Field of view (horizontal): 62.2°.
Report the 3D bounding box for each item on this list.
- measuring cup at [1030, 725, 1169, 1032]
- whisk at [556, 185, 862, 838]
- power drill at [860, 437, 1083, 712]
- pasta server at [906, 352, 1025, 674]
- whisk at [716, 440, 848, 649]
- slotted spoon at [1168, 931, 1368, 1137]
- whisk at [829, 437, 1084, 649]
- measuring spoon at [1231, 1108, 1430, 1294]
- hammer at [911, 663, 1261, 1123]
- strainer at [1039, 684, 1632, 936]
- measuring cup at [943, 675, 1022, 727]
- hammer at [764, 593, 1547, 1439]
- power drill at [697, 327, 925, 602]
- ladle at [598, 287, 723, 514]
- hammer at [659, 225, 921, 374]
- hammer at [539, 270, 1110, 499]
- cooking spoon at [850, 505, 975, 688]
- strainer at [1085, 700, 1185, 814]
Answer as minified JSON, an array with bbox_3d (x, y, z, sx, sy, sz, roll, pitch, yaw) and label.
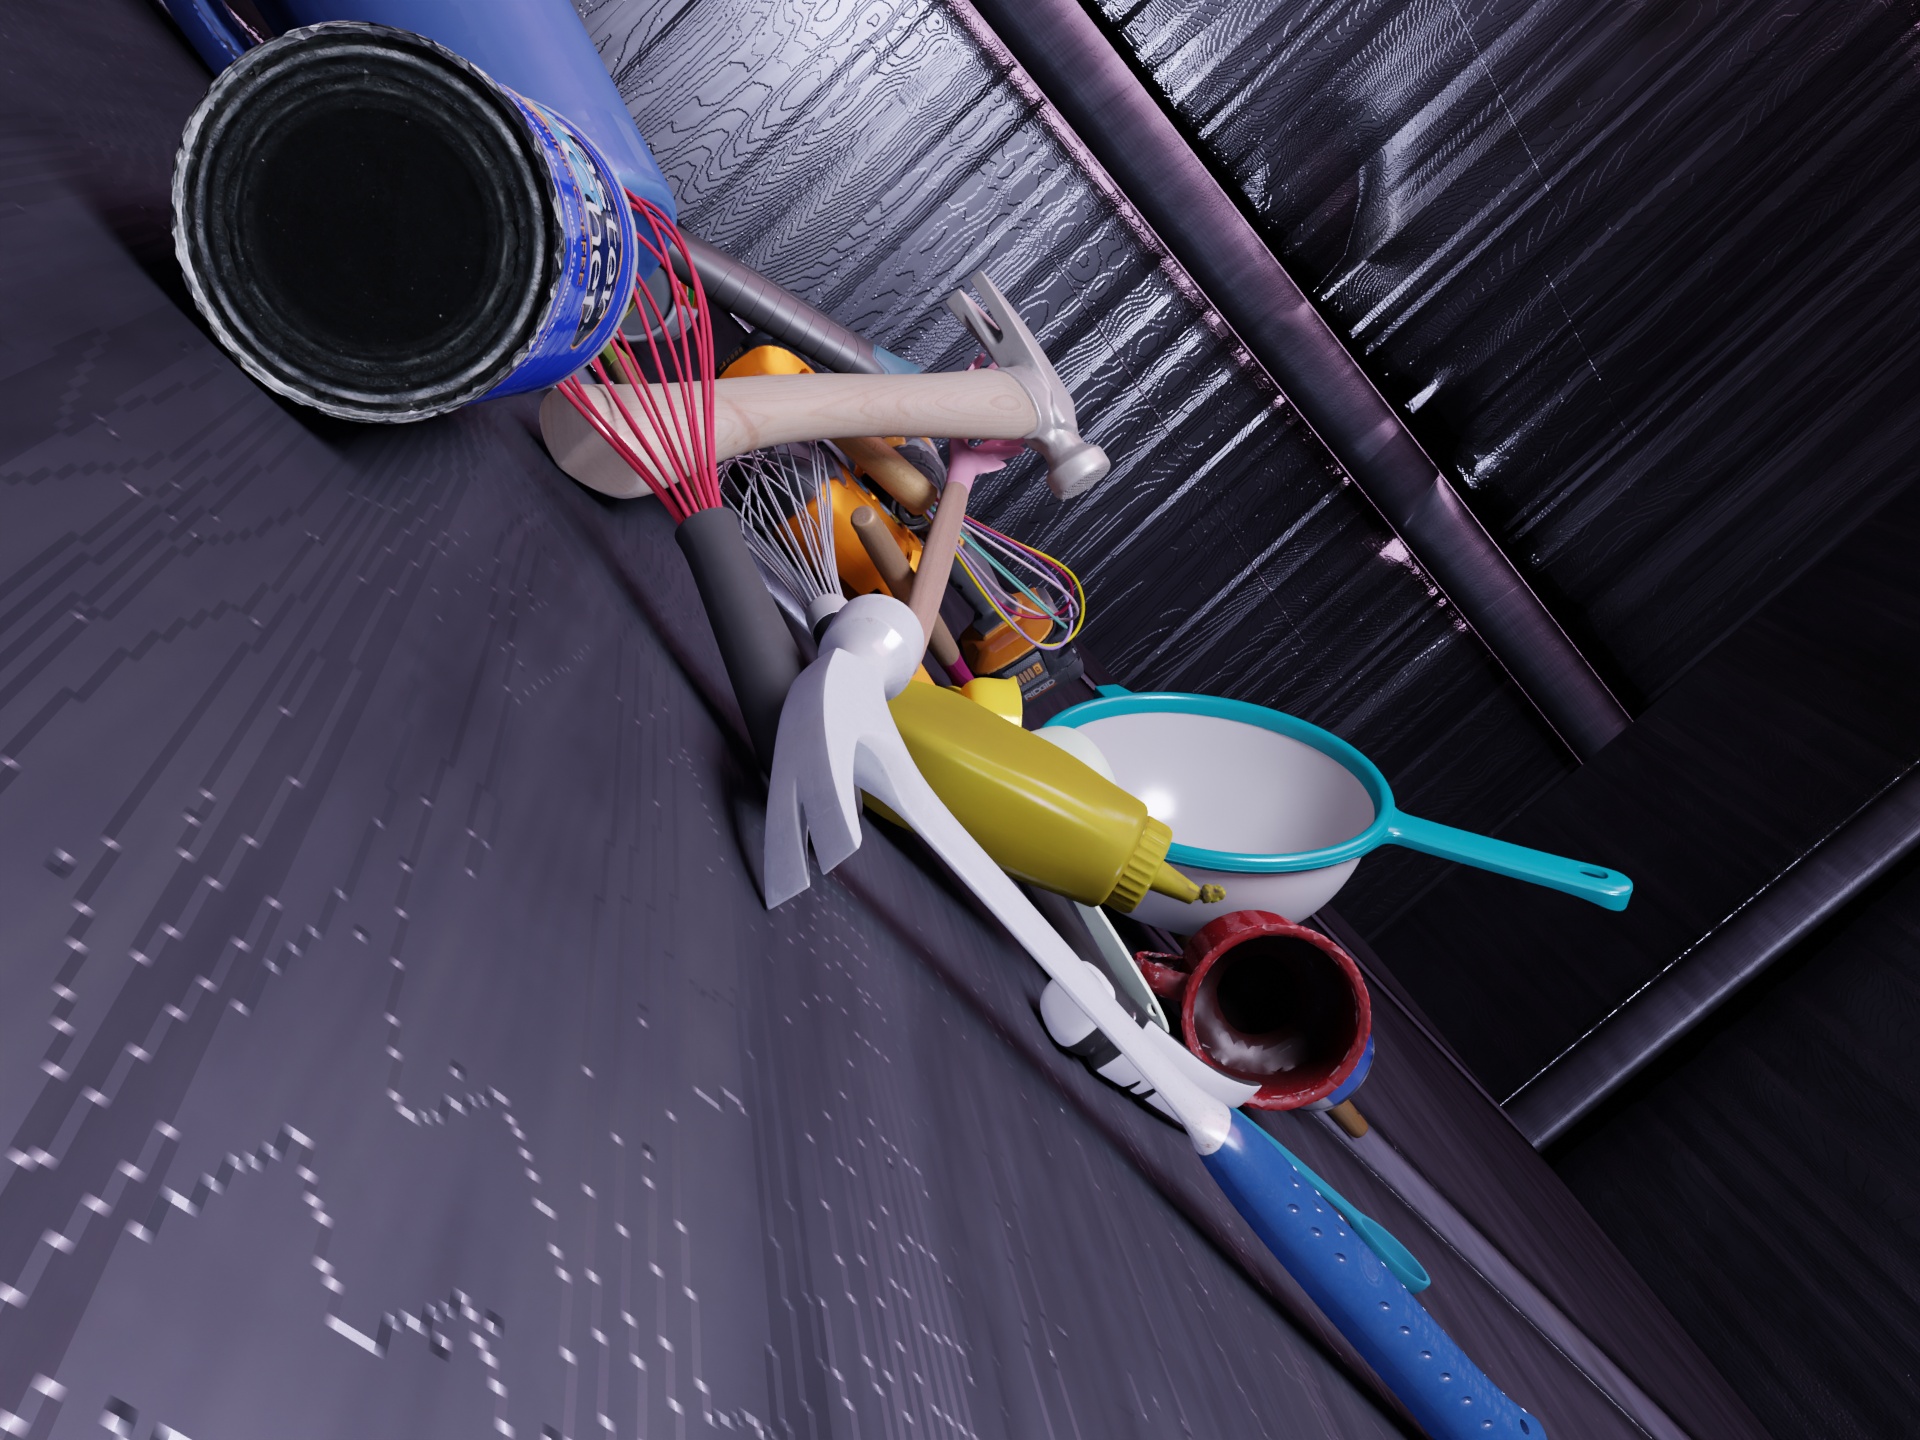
[{"bbox_3d":[0.072,0.077,0.792,0.168,0.038,0.083,61,-25,19],"label":"measuring cup"},{"bbox_3d":[-0.099,-0.086,0.579,0.296,0.073,0.073,65,13,20],"label":"whisk"},{"bbox_3d":[0.002,-0.112,1.175,0.226,0.084,0.185,56,6,-20],"label":"power drill"},{"bbox_3d":[-0.001,-0.120,0.891,0.060,0.040,0.316,43,31,-20],"label":"pasta server"},{"bbox_3d":[-0.072,-0.067,0.773,0.070,0.070,0.285,41,15,-42],"label":"whisk"},{"bbox_3d":[0.160,0.154,1.030,0.313,0.031,0.070,48,15,-5],"label":"slotted spoon"},{"bbox_3d":[-0.005,-0.123,0.966,0.244,0.047,0.051,39,21,-33],"label":"whisk"},{"bbox_3d":[0.161,0.223,0.740,0.129,0.021,0.042,40,7,12],"label":"measuring spoon"},{"bbox_3d":[0.021,0.050,0.750,0.127,0.034,0.337,40,11,-41],"label":"hammer"},{"bbox_3d":[0.200,0.083,0.922,0.340,0.095,0.211,15,27,16],"label":"strainer"},{"bbox_3d":[-0.001,-0.003,0.903,0.029,0.062,0.157,8,7,-17],"label":"measuring cup"},{"bbox_3d":[0.079,0.137,0.544,0.405,0.035,0.144,49,24,-15],"label":"hammer"},{"bbox_3d":[-0.105,-0.168,1.003,0.164,0.084,0.227,43,13,-33],"label":"power drill"},{"bbox_3d":[-0.161,-0.179,0.832,0.078,0.062,0.320,28,22,-50],"label":"ladle"},{"bbox_3d":[-0.165,-0.262,0.873,0.330,0.033,0.128,28,34,-21],"label":"hammer"},{"bbox_3d":[-0.057,-0.166,0.802,0.146,0.038,0.410,59,32,7],"label":"hammer"},{"bbox_3d":[-0.014,-0.048,0.939,0.069,0.017,0.318,57,0,24],"label":"cooking spoon"},{"bbox_3d":[0.126,0.059,1.158,0.151,0.069,0.256,46,7,4],"label":"strainer"}]
